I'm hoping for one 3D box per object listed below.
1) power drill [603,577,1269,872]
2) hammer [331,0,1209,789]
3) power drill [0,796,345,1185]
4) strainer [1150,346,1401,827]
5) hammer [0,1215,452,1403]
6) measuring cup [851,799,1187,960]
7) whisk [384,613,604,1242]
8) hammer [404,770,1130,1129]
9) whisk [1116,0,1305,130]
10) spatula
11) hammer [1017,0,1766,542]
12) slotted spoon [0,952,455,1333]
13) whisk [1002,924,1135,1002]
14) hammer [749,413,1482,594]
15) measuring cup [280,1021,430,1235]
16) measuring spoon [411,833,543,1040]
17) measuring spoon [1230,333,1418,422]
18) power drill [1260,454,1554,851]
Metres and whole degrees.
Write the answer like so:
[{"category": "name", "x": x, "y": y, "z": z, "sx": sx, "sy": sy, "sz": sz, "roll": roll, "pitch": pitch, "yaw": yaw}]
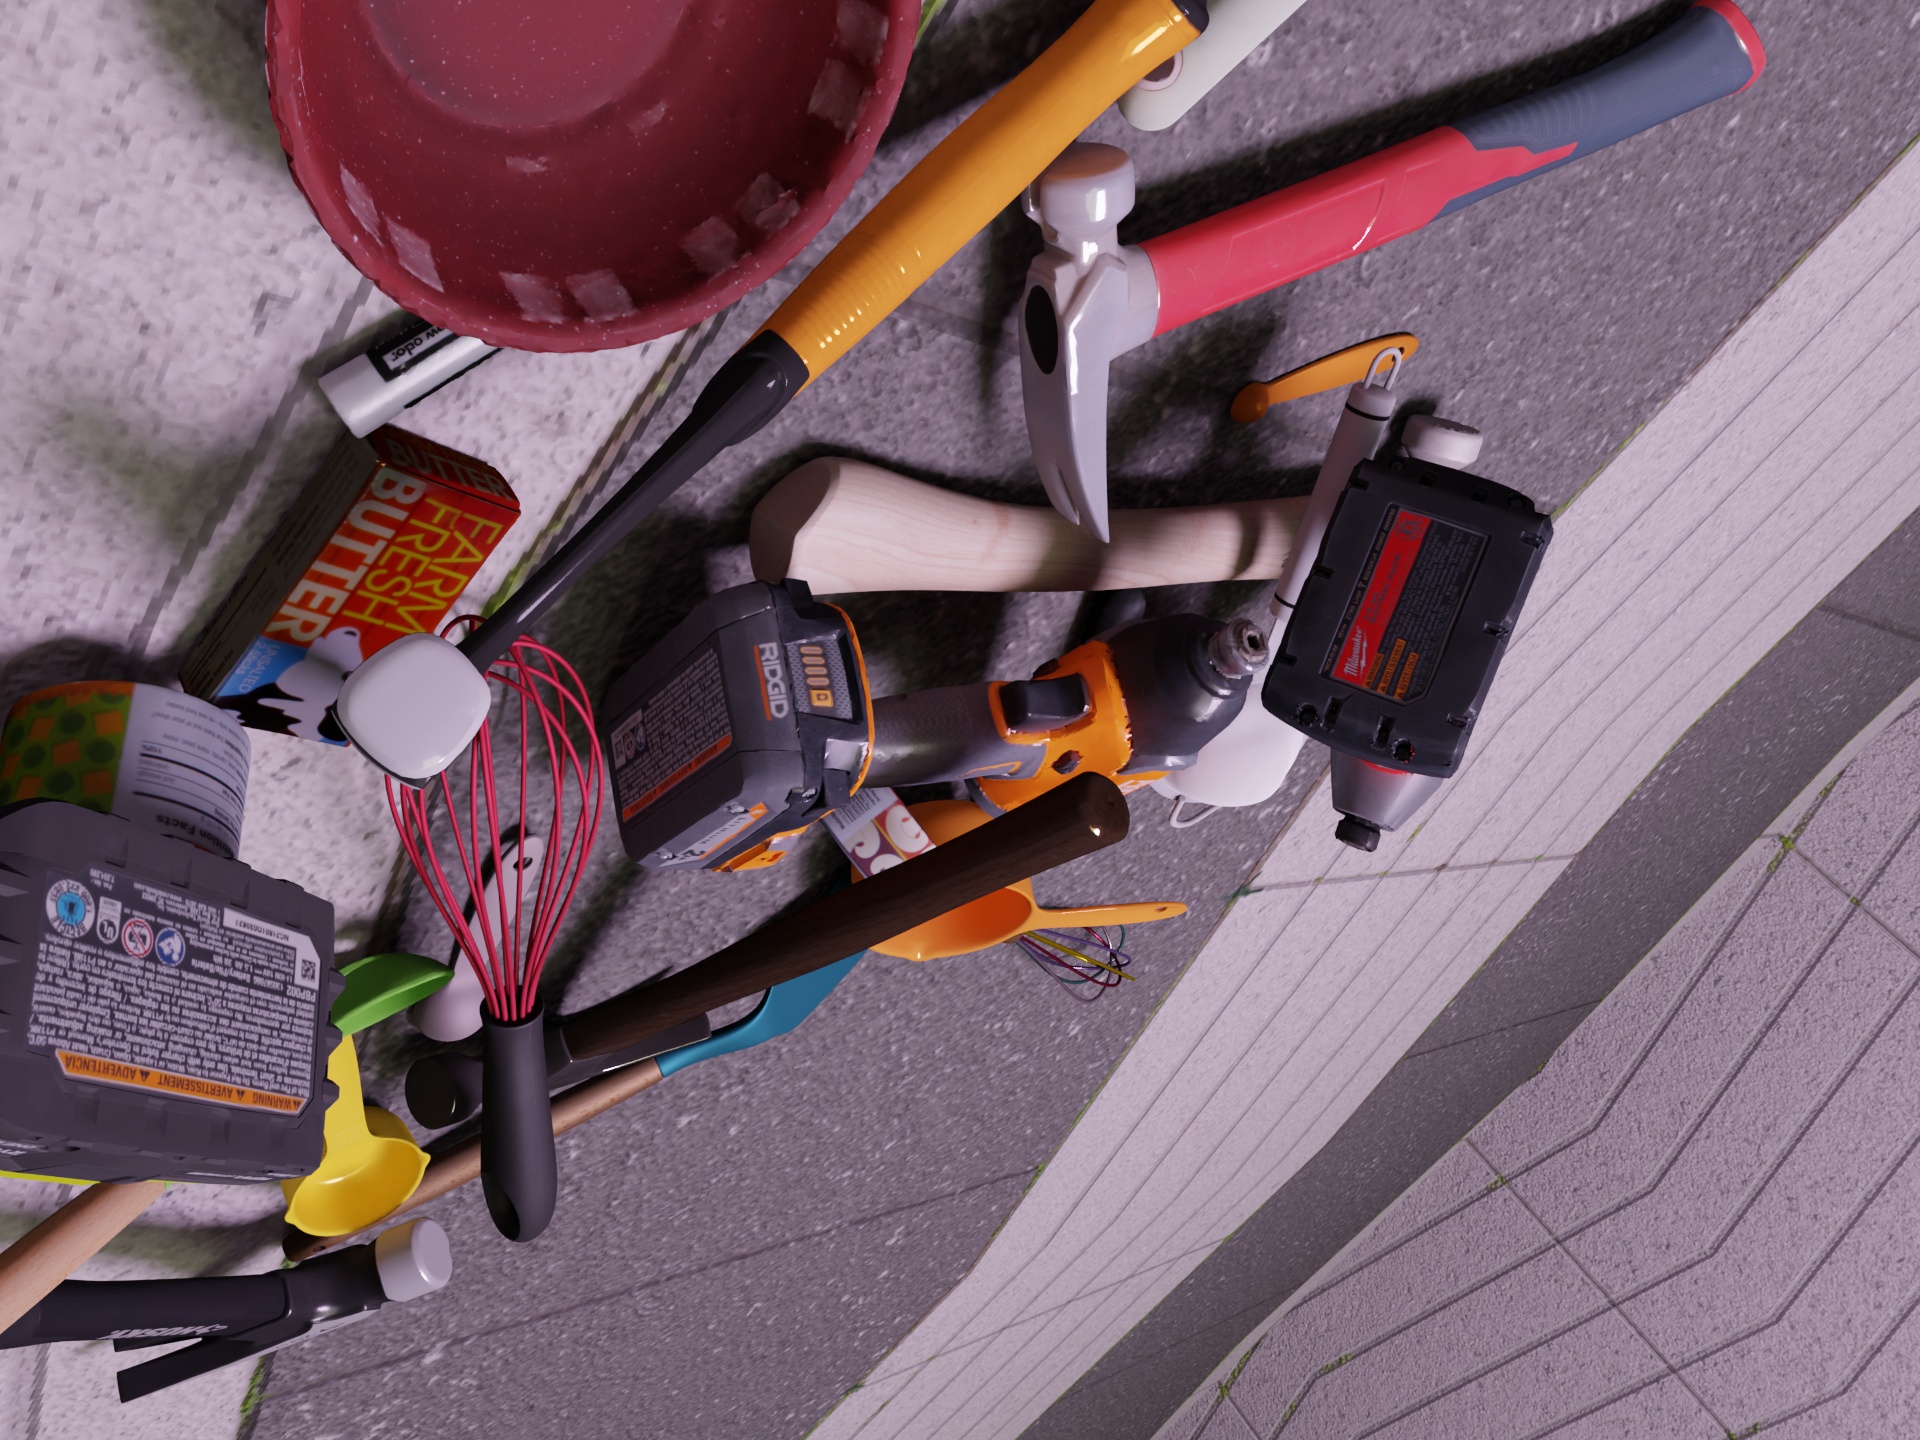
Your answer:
[{"category": "power drill", "x": -0.001, "y": -0.002, "z": 0.604, "sx": 0.226, "sy": 0.084, "sz": 0.164, "roll": -2, "pitch": 162, "yaw": -35}, {"category": "hammer", "x": -0.046, "y": -0.109, "z": 0.463, "sx": 0.337, "sy": 0.034, "sz": 0.127, "roll": -47, "pitch": -167, "yaw": -14}, {"category": "power drill", "x": -0.286, "y": 0.097, "z": 0.426, "sx": 0.228, "sy": 0.080, "sz": 0.190, "roll": -13, "pitch": 155, "yaw": 16}, {"category": "strainer", "x": 0.144, "y": -0.043, "z": 0.706, "sx": 0.086, "sy": 0.050, "sz": 0.258, "roll": 1, "pitch": 123, "yaw": -23}, {"category": "hammer", "x": -0.328, "y": 0.211, "z": 0.562, "sx": 0.146, "sy": 0.035, "sz": 0.334, "roll": -22, "pitch": 158, "yaw": 5}, {"category": "measuring cup", "x": 0.029, "y": 0.076, "z": 0.788, "sx": 0.173, "sy": 0.052, "sz": 0.095, "roll": 1, "pitch": 148, "yaw": -20}, {"category": "whisk", "x": -0.166, "y": 0.090, "z": 0.584, "sx": 0.073, "sy": 0.073, "sz": 0.295, "roll": -17, "pitch": 130, "yaw": -33}, {"category": "hammer", "x": -0.074, "y": 0.095, "z": 0.650, "sx": 0.331, "sy": 0.031, "sz": 0.130, "roll": -27, "pitch": 168, "yaw": 29}, {"category": "whisk", "x": 0.146, "y": -0.280, "z": 0.506, "sx": 0.246, "sy": 0.058, "sz": 0.059, "roll": -41, "pitch": 158, "yaw": 11}, {"category": "spatula", "x": -0.175, "y": 0.171, "z": 0.773, "sx": 0.317, "sy": 0.044, "sz": 0.082, "roll": -25, "pitch": 145, "yaw": -14}, {"category": "hammer", "x": 0.186, "y": -0.202, "z": 0.636, "sx": 0.386, "sy": 0.038, "sz": 0.143, "roll": -27, "pitch": 133, "yaw": -24}, {"category": "slotted spoon", "x": -0.275, "y": 0.158, "z": 0.499, "sx": 0.070, "sy": 0.031, "sz": 0.314, "roll": -32, "pitch": -172, "yaw": 34}, {"category": "whisk", "x": 0.043, "y": 0.124, "z": 0.929, "sx": 0.051, "sy": 0.047, "sz": 0.244, "roll": -44, "pitch": 146, "yaw": 10}, {"category": "hammer", "x": 0.086, "y": -0.068, "z": 0.699, "sx": 0.410, "sy": 0.038, "sz": 0.146, "roll": -6, "pitch": 118, "yaw": -40}, {"category": "measuring cup", "x": -0.262, "y": 0.153, "z": 0.660, "sx": 0.062, "sy": 0.029, "sz": 0.156, "roll": -20, "pitch": 132, "yaw": -29}, {"category": "measuring spoon", "x": -0.192, "y": 0.093, "z": 0.649, "sx": 0.034, "sy": 0.018, "sz": 0.124, "roll": -5, "pitch": 138, "yaw": -44}, {"category": "measuring spoon", "x": 0.170, "y": -0.156, "z": 0.726, "sx": 0.117, "sy": 0.011, "sz": 0.021, "roll": -23, "pitch": 146, "yaw": -27}, {"category": "power drill", "x": 0.193, "y": -0.019, "z": 0.693, "sx": 0.143, "sy": 0.078, "sz": 0.219, "roll": -67, "pitch": 161, "yaw": -3}]
